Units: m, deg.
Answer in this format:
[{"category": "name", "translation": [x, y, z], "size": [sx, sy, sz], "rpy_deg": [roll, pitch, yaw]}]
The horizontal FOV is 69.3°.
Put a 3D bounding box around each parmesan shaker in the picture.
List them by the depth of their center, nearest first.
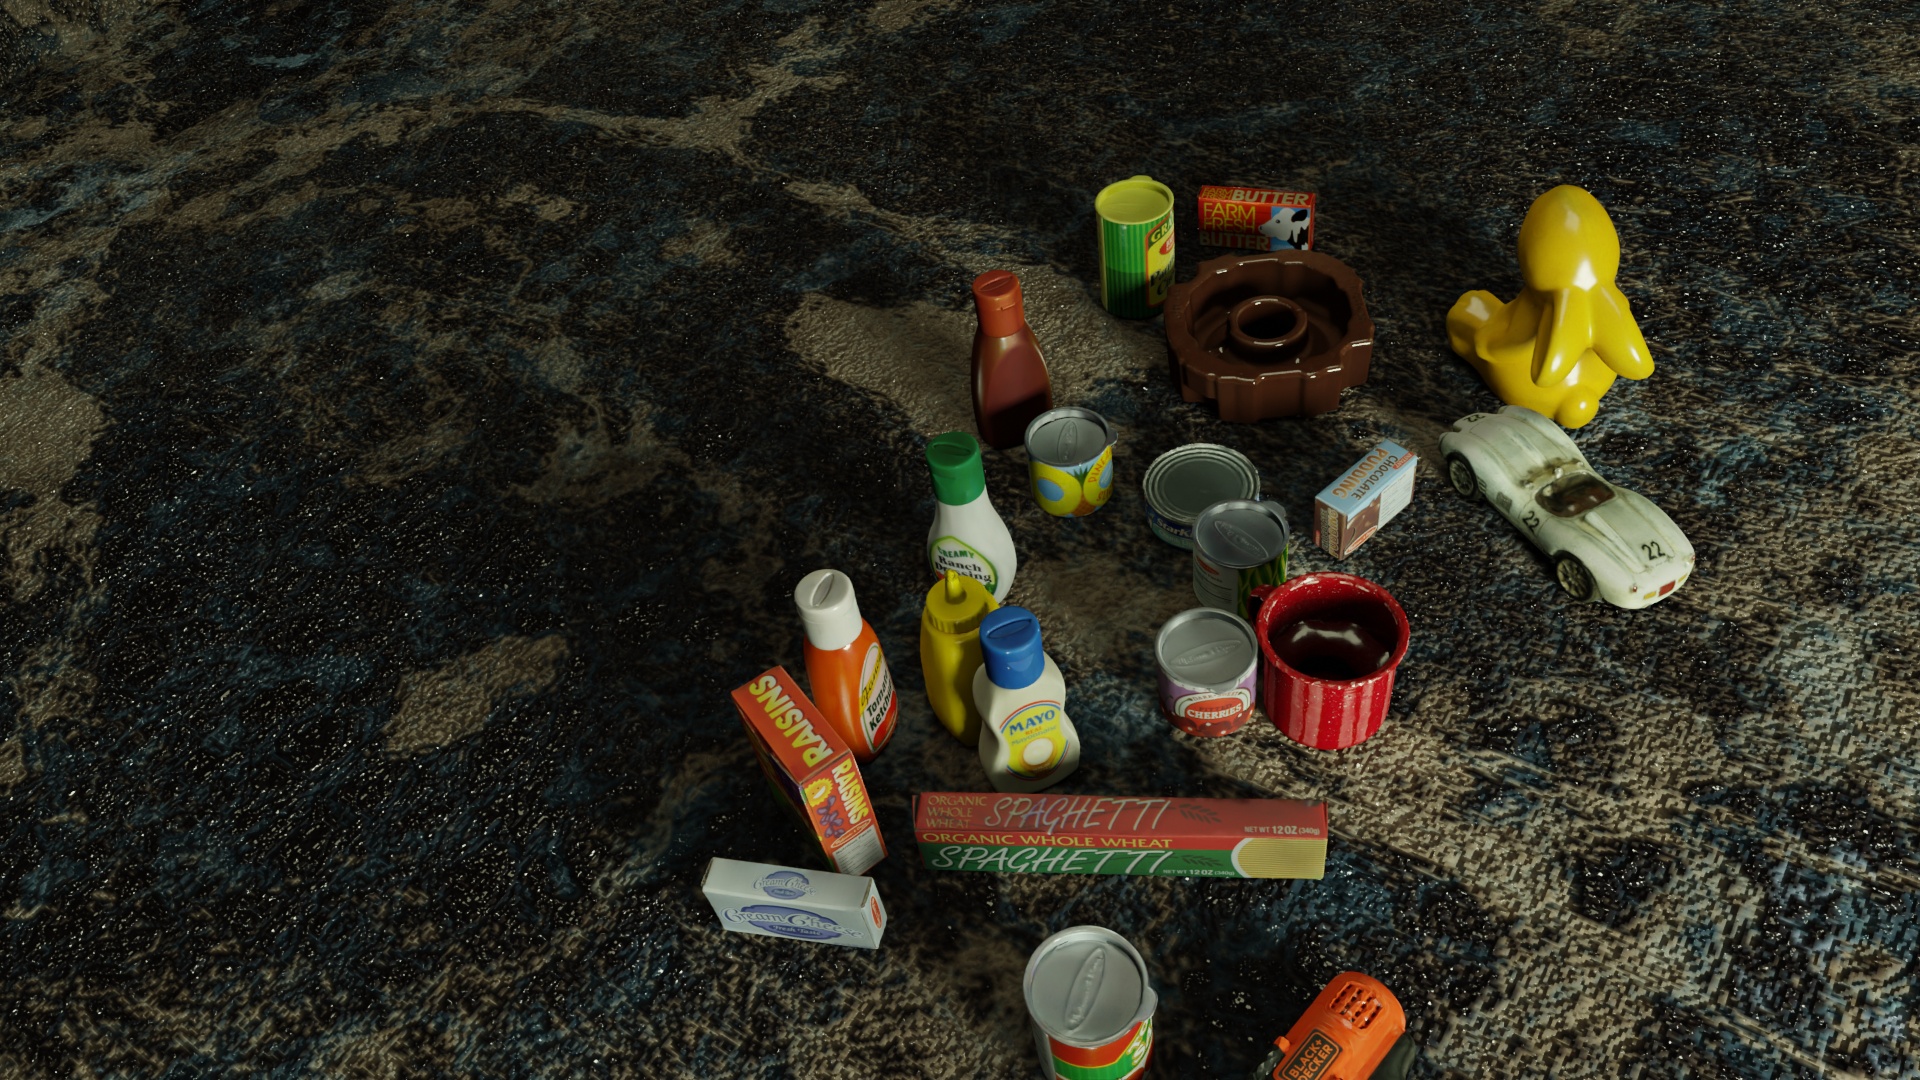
[{"category": "parmesan shaker", "translation": [0.153, -0.253, 1.205], "size": [0.071, 0.102, 0.072], "rpy_deg": [-5, 47, 6]}]

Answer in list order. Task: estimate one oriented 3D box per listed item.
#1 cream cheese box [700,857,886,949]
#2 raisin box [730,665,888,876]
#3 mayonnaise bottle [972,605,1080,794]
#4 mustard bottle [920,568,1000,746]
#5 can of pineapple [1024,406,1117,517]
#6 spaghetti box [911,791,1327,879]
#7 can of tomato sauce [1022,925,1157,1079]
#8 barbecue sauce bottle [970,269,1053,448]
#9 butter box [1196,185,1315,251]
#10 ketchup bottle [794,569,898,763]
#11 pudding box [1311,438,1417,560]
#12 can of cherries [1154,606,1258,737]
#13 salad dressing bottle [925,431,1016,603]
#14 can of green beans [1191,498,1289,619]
[{"category": "cream cheese box", "translation": [-0.100, 0.220, 0.842], "size": [0.104, 0.053, 0.024], "rpy_deg": [4, 48, 14]}, {"category": "raisin box", "translation": [-0.093, 0.147, 0.862], "size": [0.040, 0.122, 0.086], "rpy_deg": [-31, 50, -18]}, {"category": "mayonnaise bottle", "translation": [0.038, 0.101, 0.864], "size": [0.065, 0.147, 0.041], "rpy_deg": [-20, 47, -8]}, {"category": "mustard bottle", "translation": [0.005, 0.067, 0.893], "size": [0.065, 0.159, 0.049], "rpy_deg": [-31, 50, -17]}, {"category": "can of pineapple", "translation": [0.086, -0.059, 1.067], "size": [0.071, 0.057, 0.071], "rpy_deg": [-5, 47, 6]}, {"category": "spaghetti box", "translation": [0.095, 0.180, 0.847], "size": [0.250, 0.050, 0.029], "rpy_deg": [-1, 47, 9]}, {"category": "can of tomato sauce", "translation": [0.073, 0.259, 0.754], "size": [0.071, 0.082, 0.071], "rpy_deg": [-5, 47, 6]}, {"category": "barbecue sauce bottle", "translation": [0.036, -0.142, 1.091], "size": [0.065, 0.147, 0.044], "rpy_deg": [-25, 48, -13]}, {"category": "butter box", "translation": [0.266, -0.289, 1.253], "size": [0.103, 0.052, 0.024], "rpy_deg": [9, 50, 18]}, {"category": "ketchup bottle", "translation": [-0.076, 0.080, 0.904], "size": [0.043, 0.148, 0.065], "rpy_deg": [8, 50, 17]}, {"category": "pudding box", "translation": [0.293, -0.030, 1.008], "size": [0.084, 0.049, 0.030], "rpy_deg": [-36, 51, -22]}, {"category": "can of cherries", "translation": [0.162, 0.089, 0.914], "size": [0.071, 0.058, 0.072], "rpy_deg": [-5, 47, 6]}, {"category": "salad dressing bottle", "translation": [0.003, -0.012, 0.976], "size": [0.064, 0.147, 0.044], "rpy_deg": [14, 51, 22]}, {"category": "can of green beans", "translation": [0.197, 0.013, 0.979], "size": [0.071, 0.057, 0.071], "rpy_deg": [-5, 47, 6]}]
